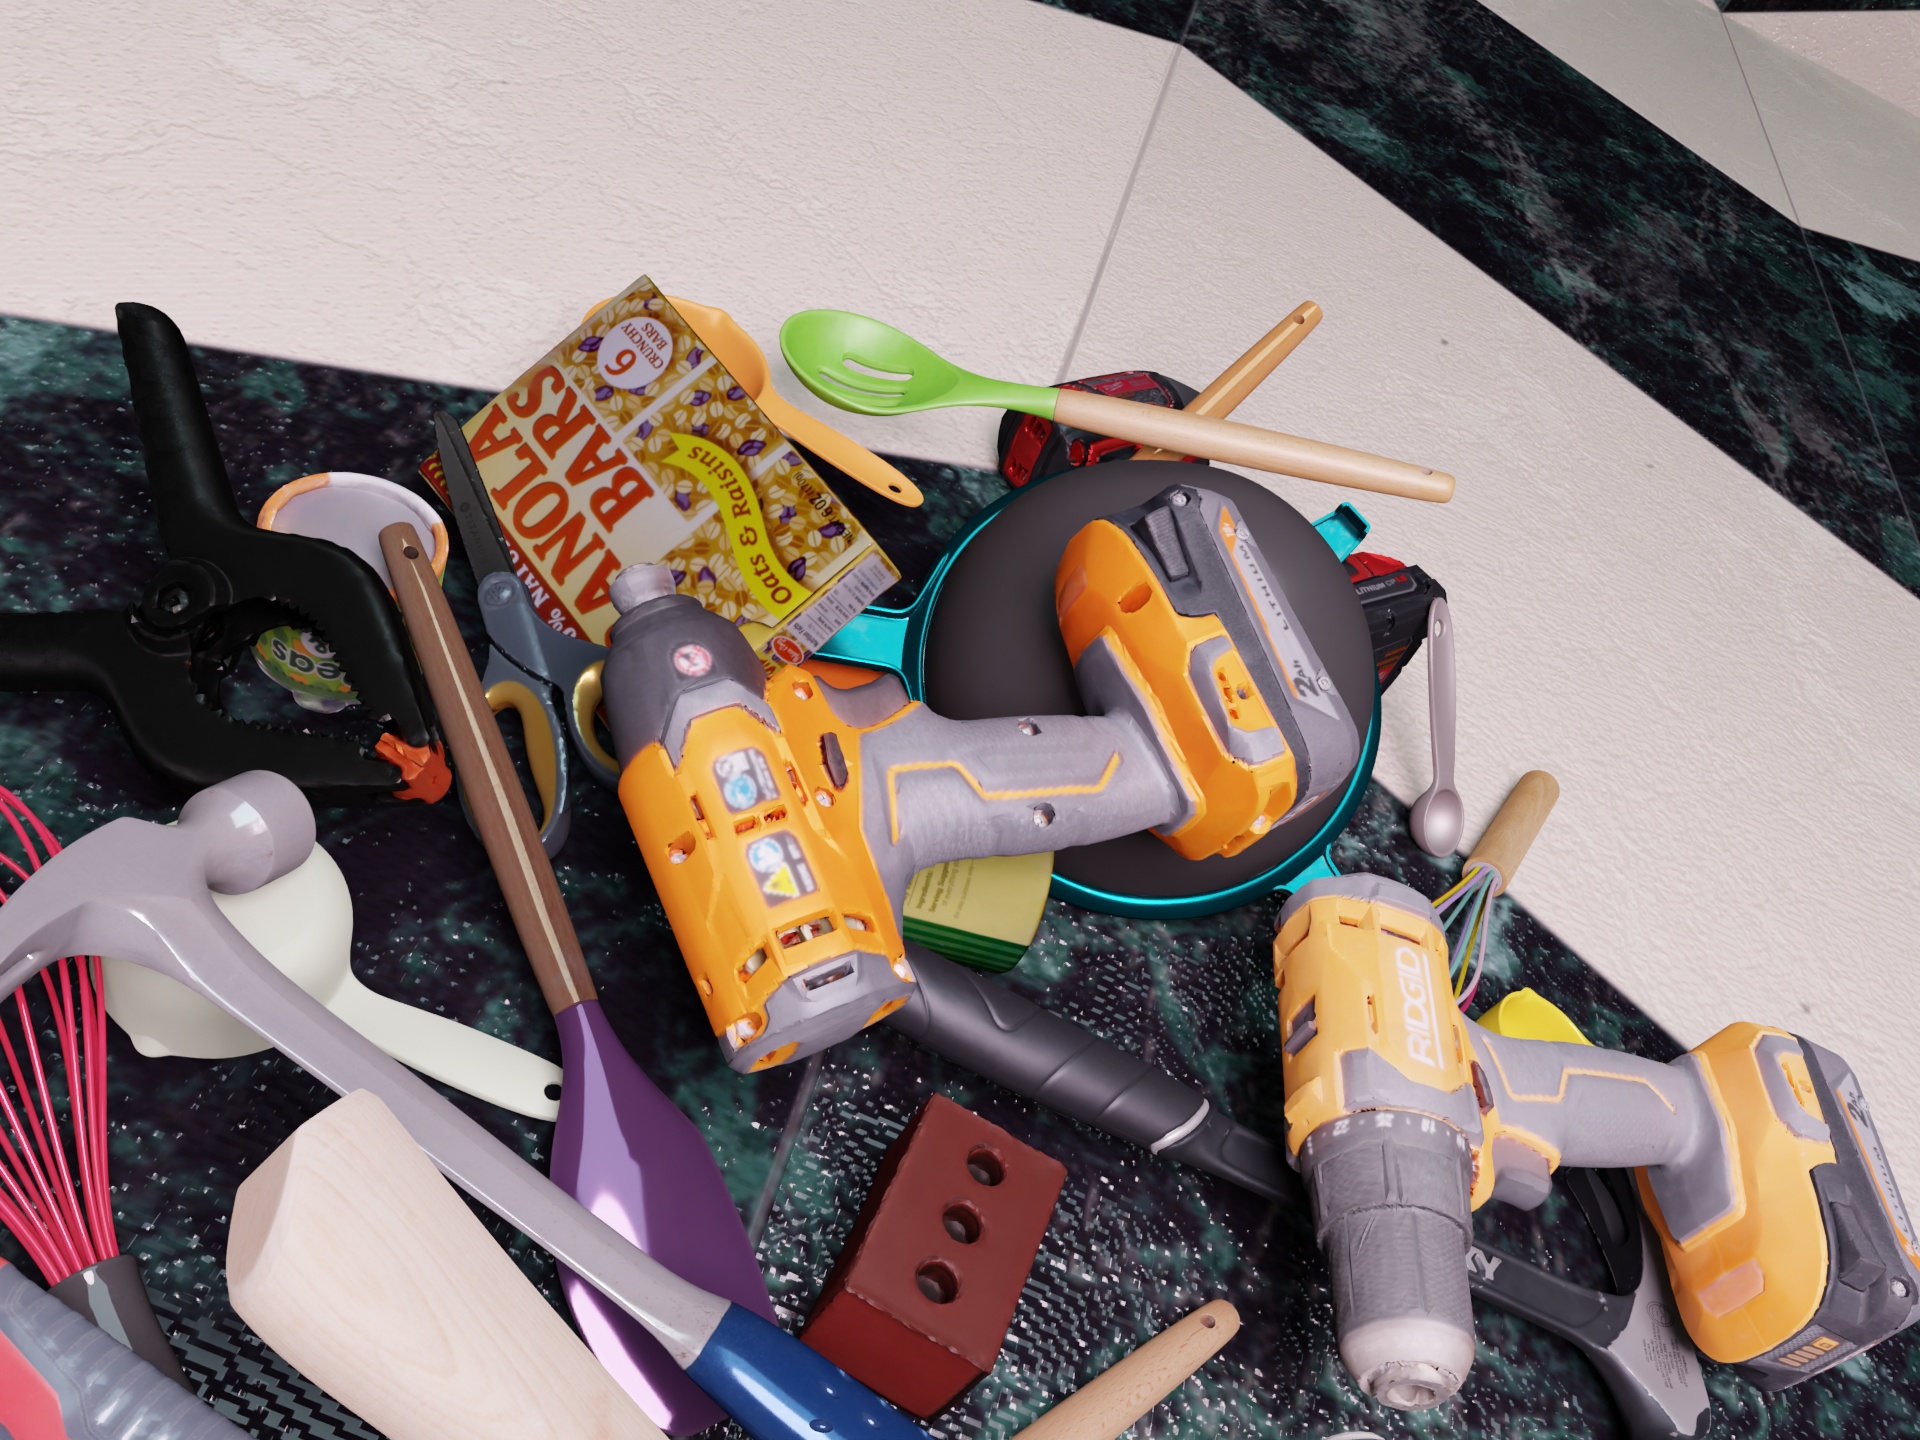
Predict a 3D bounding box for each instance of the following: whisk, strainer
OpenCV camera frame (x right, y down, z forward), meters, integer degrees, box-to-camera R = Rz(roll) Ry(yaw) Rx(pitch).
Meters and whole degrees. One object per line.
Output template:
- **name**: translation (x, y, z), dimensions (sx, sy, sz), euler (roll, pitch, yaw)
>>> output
- **whisk**: translation (0.232, 0.079, 0.726), dimensions (0.047, 0.051, 0.245), euler (36, 40, 15)
- **strainer**: translation (0.021, -0.040, 0.647), dimensions (0.340, 0.095, 0.211), euler (9, 70, -5)
- **whisk**: translation (-0.238, 0.131, 0.422), dimensions (0.073, 0.073, 0.296), euler (-19, 67, -39)

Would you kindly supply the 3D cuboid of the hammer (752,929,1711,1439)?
- **hammer**: translation (0.097, 0.148, 0.569), dimensions (0.408, 0.036, 0.149), euler (28, 41, -10)

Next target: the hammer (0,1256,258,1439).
- **hammer**: translation (-0.249, 0.149, 0.364), dimensions (0.386, 0.038, 0.143), euler (32, 69, 5)

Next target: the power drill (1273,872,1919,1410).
- **power drill**: translation (0.215, 0.163, 0.552), dimensions (0.226, 0.084, 0.186), euler (20, 42, -11)

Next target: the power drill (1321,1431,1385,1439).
- **power drill**: translation (0.175, 0.302, 0.408), dimensions (0.228, 0.080, 0.191), euler (30, 33, -27)

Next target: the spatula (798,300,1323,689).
- **spatula**: translation (0.063, -0.098, 0.736), dimensions (0.081, 0.041, 0.322), euler (42, 75, 13)

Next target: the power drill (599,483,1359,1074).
- **power drill**: translation (-0.001, -0.002, 0.524), dimensions (0.226, 0.084, 0.164), euler (-20, 74, -22)

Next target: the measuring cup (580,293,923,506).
- **measuring cup**: translation (-0.101, -0.130, 0.738), dimensions (0.173, 0.052, 0.095), euler (30, 43, -2)

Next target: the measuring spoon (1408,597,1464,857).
- **measuring spoon**: translation (0.225, 0.003, 0.763), dimensions (0.034, 0.018, 0.124), euler (-1, 91, -41)

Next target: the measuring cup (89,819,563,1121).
- **measuring cup**: translation (-0.190, 0.082, 0.501), dimensions (0.167, 0.038, 0.083), euler (24, 43, -2)

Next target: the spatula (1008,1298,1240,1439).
- **spatula**: translation (-0.020, 0.236, 0.444), dimensions (0.317, 0.044, 0.082), euler (-18, 45, -40)

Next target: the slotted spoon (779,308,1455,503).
- **slotted spoon**: translation (0.069, -0.138, 0.729), dimensions (0.314, 0.031, 0.070), euler (13, 45, 6)

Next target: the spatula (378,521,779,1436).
- **spatula**: translation (-0.136, 0.071, 0.516), dimensions (0.059, 0.018, 0.316), euler (-13, 70, -34)

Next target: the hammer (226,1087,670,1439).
- **hammer**: translation (-0.003, 0.241, 0.345), dimensions (0.410, 0.038, 0.146), euler (50, 28, 1)

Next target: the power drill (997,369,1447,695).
- **power drill**: translation (0.132, -0.098, 0.817), dimensions (0.143, 0.078, 0.220), euler (-18, 57, -38)

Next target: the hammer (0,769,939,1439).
- **hammer**: translation (-0.078, 0.159, 0.418), dimensions (0.405, 0.035, 0.144), euler (37, 19, 1)

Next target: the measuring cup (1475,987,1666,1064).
- **measuring cup**: translation (0.282, 0.160, 0.695), dimensions (0.156, 0.029, 0.062), euler (19, 43, -28)
